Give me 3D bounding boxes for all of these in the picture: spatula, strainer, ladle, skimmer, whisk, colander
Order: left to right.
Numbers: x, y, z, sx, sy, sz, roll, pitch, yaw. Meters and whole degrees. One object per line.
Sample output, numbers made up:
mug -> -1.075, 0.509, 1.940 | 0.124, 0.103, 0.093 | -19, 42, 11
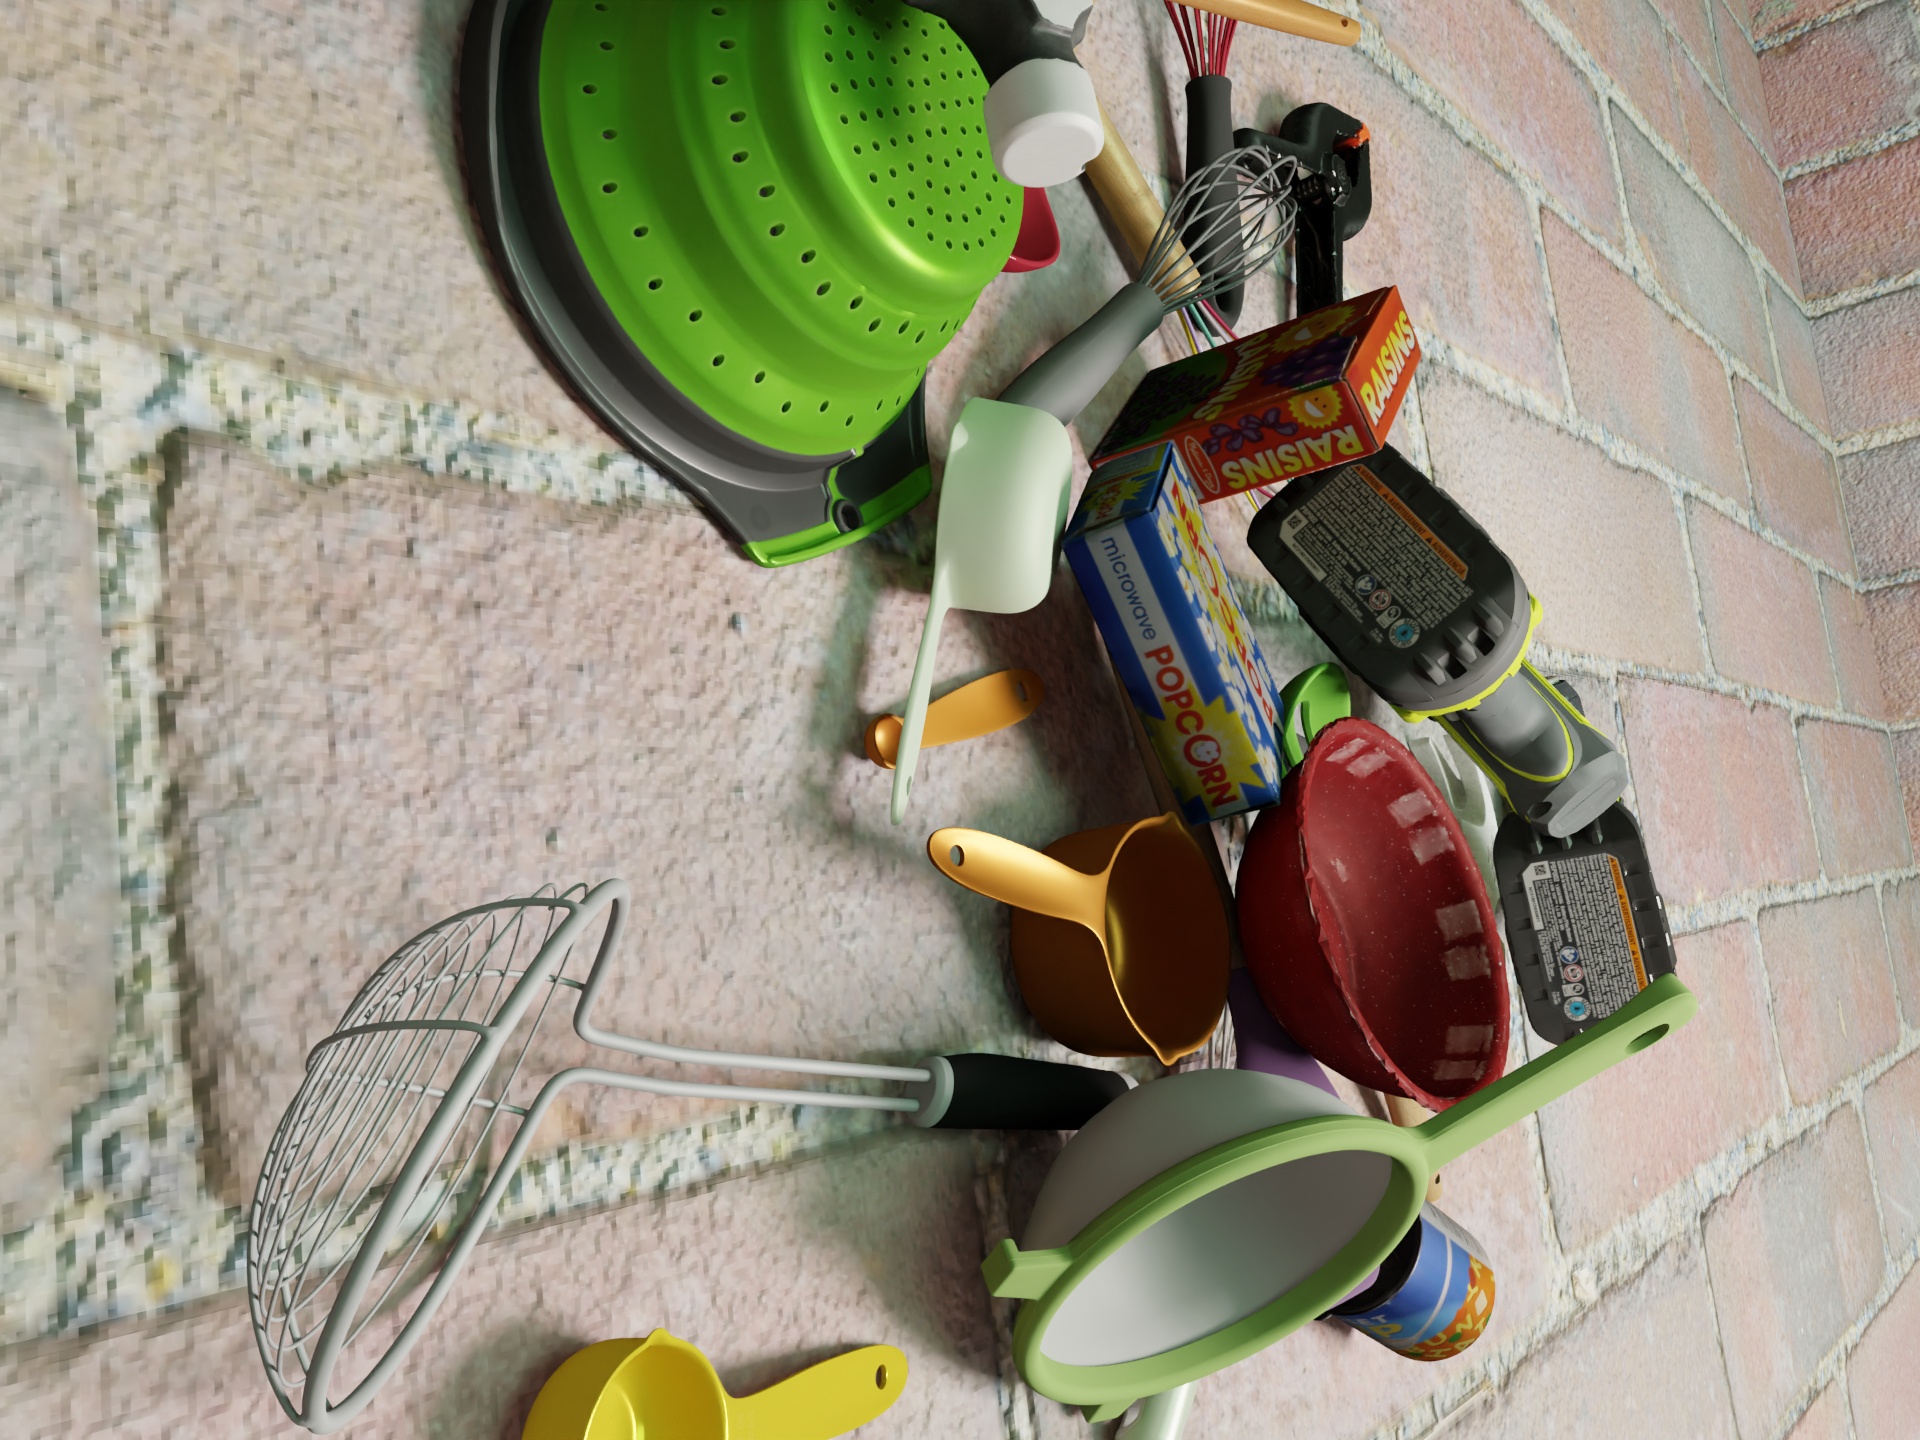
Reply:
colander -> -0.075, -0.251, 0.490 | 0.204, 0.094, 0.397 | -35, 107, -50
skimmer -> -0.028, 0.119, 0.449 | 0.363, 0.090, 0.127 | 20, 98, -50
ladle -> 0.040, -0.295, 0.703 | 0.069, 0.031, 0.316 | 34, 51, -20
spatula -> 0.072, -0.344, 0.710 | 0.322, 0.041, 0.081 | -3, 82, -35
whisk -> 0.077, -0.176, 0.673 | 0.239, 0.055, 0.055 | -47, 118, -30
whisk -> 0.125, -0.338, 0.801 | 0.073, 0.073, 0.296 | 5, 82, -51
whisk -> 0.120, -0.189, 0.762 | 0.244, 0.047, 0.051 | 54, 25, -21
spatula -> 0.105, 0.075, 0.644 | 0.059, 0.018, 0.316 | -11, 78, -37
whisk -> 0.106, 0.178, 0.644 | 0.059, 0.057, 0.246 | 27, 56, -4
strainer -> 0.122, 0.137, 0.542 | 0.069, 0.256, 0.151 | 59, -5, 42

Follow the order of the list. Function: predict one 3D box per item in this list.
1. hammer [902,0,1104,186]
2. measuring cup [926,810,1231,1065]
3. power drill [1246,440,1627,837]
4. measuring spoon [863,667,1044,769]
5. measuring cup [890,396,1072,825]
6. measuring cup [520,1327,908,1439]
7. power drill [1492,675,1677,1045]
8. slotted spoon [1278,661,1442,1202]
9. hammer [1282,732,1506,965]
hammer -> -0.117, -0.226, 0.389 | 0.334, 0.035, 0.146 | 0, 70, -30
measuring cup -> 0.031, 0.070, 0.569 | 0.173, 0.052, 0.095 | 26, 61, -43
power drill -> 0.230, -0.042, 0.772 | 0.223, 0.080, 0.171 | 31, 21, -53
measuring spoon -> -0.001, -0.002, 0.585 | 0.117, 0.011, 0.021 | -21, 94, -55
measuring cup -> 0.009, -0.037, 0.551 | 0.083, 0.038, 0.168 | 81, 19, -61
measuring cup -> -0.063, 0.195, 0.445 | 0.156, 0.029, 0.062 | 21, 63, -60
power drill -> 0.360, 0.079, 0.931 | 0.228, 0.080, 0.190 | -26, 102, -68
slotted spoon -> 0.189, 0.111, 0.746 | 0.070, 0.031, 0.313 | -41, 122, -37
hammer -> 0.197, 0.041, 0.801 | 0.330, 0.033, 0.128 | 23, 63, -46
